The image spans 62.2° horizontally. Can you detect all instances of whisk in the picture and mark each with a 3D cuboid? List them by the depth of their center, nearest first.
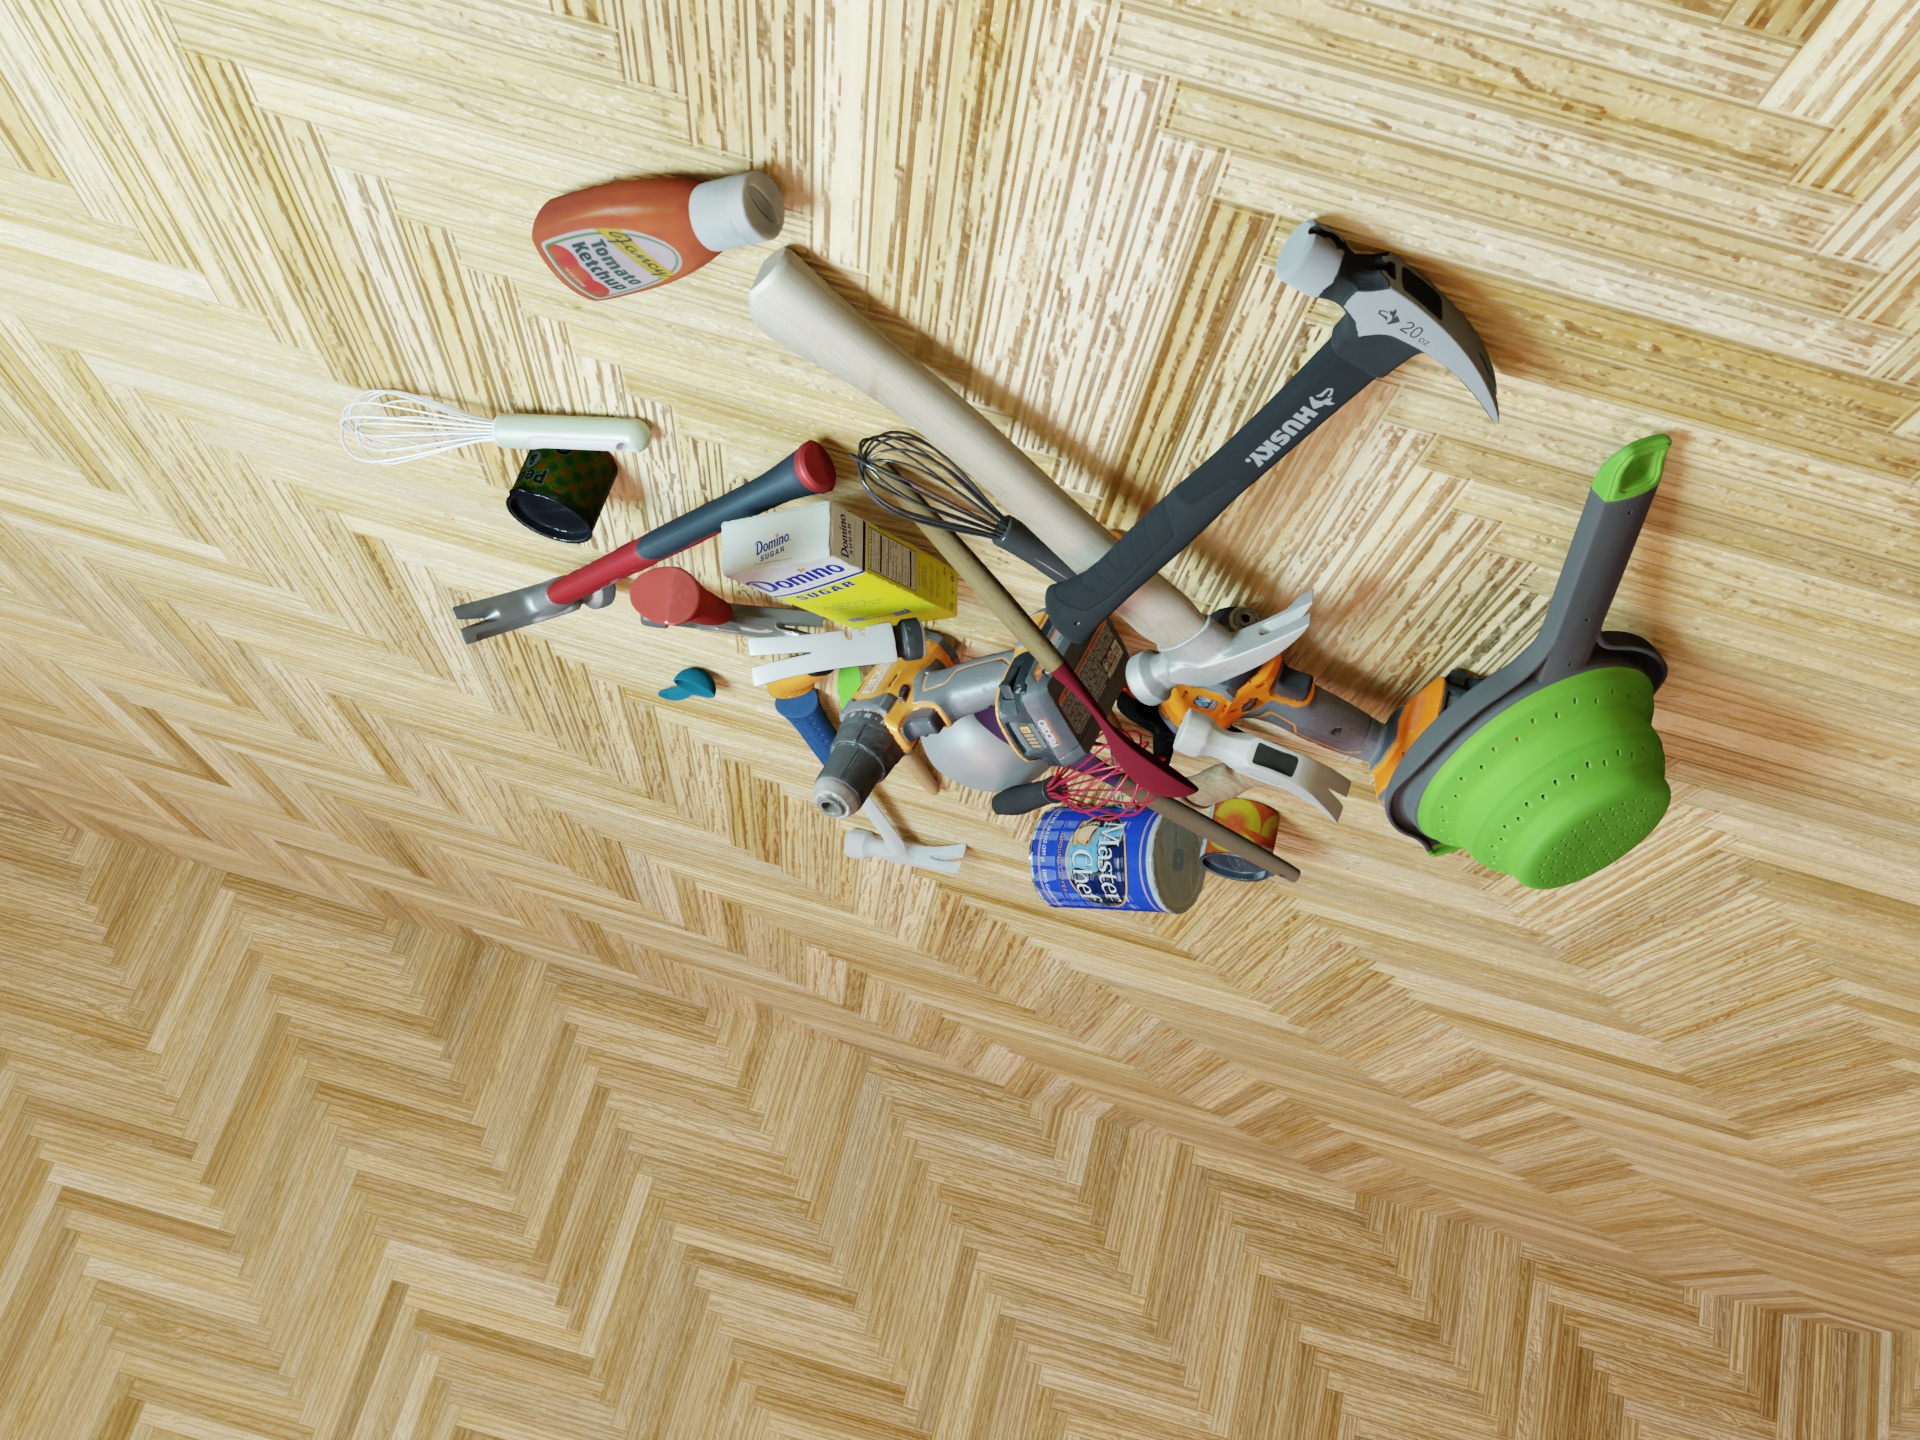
[{"bbox_3d":[0.028,-0.128,1.074,0.238,0.055,0.055,26,156,-25],"label":"whisk"},{"bbox_3d":[-0.337,-0.208,1.143,0.246,0.059,0.057,5,165,14],"label":"whisk"},{"bbox_3d":[0.085,0.054,1.287,0.073,0.073,0.296,22,164,-15],"label":"whisk"},{"bbox_3d":[0.132,0.023,1.350,0.051,0.047,0.244,-18,151,12],"label":"whisk"}]

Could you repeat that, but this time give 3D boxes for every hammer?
[{"bbox_3d":[0.152,-0.134,0.906,0.146,0.035,0.334,24,143,-19],"label":"hammer"},{"bbox_3d":[0.043,-0.149,0.983,0.410,0.038,0.146,37,139,-27],"label":"hammer"},{"bbox_3d":[-0.178,-0.080,1.155,0.149,0.037,0.359,7,-179,-4],"label":"hammer"},{"bbox_3d":[-0.234,-0.129,1.188,0.386,0.038,0.143,-16,-174,46],"label":"hammer"},{"bbox_3d":[0.208,0.046,1.219,0.130,0.031,0.331,21,174,2],"label":"hammer"},{"bbox_3d":[-0.126,-0.042,1.282,0.127,0.034,0.337,-9,179,-15],"label":"hammer"},{"bbox_3d":[-0.102,0.070,1.655,0.144,0.035,0.405,9,157,18],"label":"hammer"}]

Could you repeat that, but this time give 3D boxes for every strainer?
[{"bbox_3d":[0.045,0.012,1.371,0.151,0.069,0.256,23,158,-17],"label":"strainer"}]

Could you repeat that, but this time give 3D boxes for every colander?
[{"bbox_3d":[0.386,-0.004,0.977,0.204,0.095,0.396,-19,144,-10],"label":"colander"}]

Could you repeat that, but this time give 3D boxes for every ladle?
[{"bbox_3d":[0.051,-0.057,1.101,0.315,0.031,0.069,48,-175,-7],"label":"ladle"}]

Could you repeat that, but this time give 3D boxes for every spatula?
[{"bbox_3d":[0.152,0.062,1.338,0.315,0.018,0.059,28,149,-11],"label":"spatula"}]

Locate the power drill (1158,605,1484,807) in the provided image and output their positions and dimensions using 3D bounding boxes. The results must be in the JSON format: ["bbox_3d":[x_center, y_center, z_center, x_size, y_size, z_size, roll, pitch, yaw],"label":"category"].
[{"bbox_3d":[0.265,-0.014,1.152,0.226,0.084,0.164,19,158,4],"label":"power drill"}]

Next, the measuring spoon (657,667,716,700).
[{"bbox_3d":[-0.270,-0.036,1.552,0.042,0.021,0.128,26,165,-23],"label":"measuring spoon"}]

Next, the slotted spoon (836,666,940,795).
[{"bbox_3d":[-0.063,0.018,1.492,0.031,0.070,0.313,-17,156,8],"label":"slotted spoon"}]

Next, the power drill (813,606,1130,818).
[{"bbox_3d":[-0.002,-0.004,1.219,0.226,0.185,0.084,-7,129,38],"label":"power drill"}]

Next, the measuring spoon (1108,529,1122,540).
[{"bbox_3d":[0.094,-0.110,1.132,0.021,0.011,0.117,24,161,-4],"label":"measuring spoon"}]
